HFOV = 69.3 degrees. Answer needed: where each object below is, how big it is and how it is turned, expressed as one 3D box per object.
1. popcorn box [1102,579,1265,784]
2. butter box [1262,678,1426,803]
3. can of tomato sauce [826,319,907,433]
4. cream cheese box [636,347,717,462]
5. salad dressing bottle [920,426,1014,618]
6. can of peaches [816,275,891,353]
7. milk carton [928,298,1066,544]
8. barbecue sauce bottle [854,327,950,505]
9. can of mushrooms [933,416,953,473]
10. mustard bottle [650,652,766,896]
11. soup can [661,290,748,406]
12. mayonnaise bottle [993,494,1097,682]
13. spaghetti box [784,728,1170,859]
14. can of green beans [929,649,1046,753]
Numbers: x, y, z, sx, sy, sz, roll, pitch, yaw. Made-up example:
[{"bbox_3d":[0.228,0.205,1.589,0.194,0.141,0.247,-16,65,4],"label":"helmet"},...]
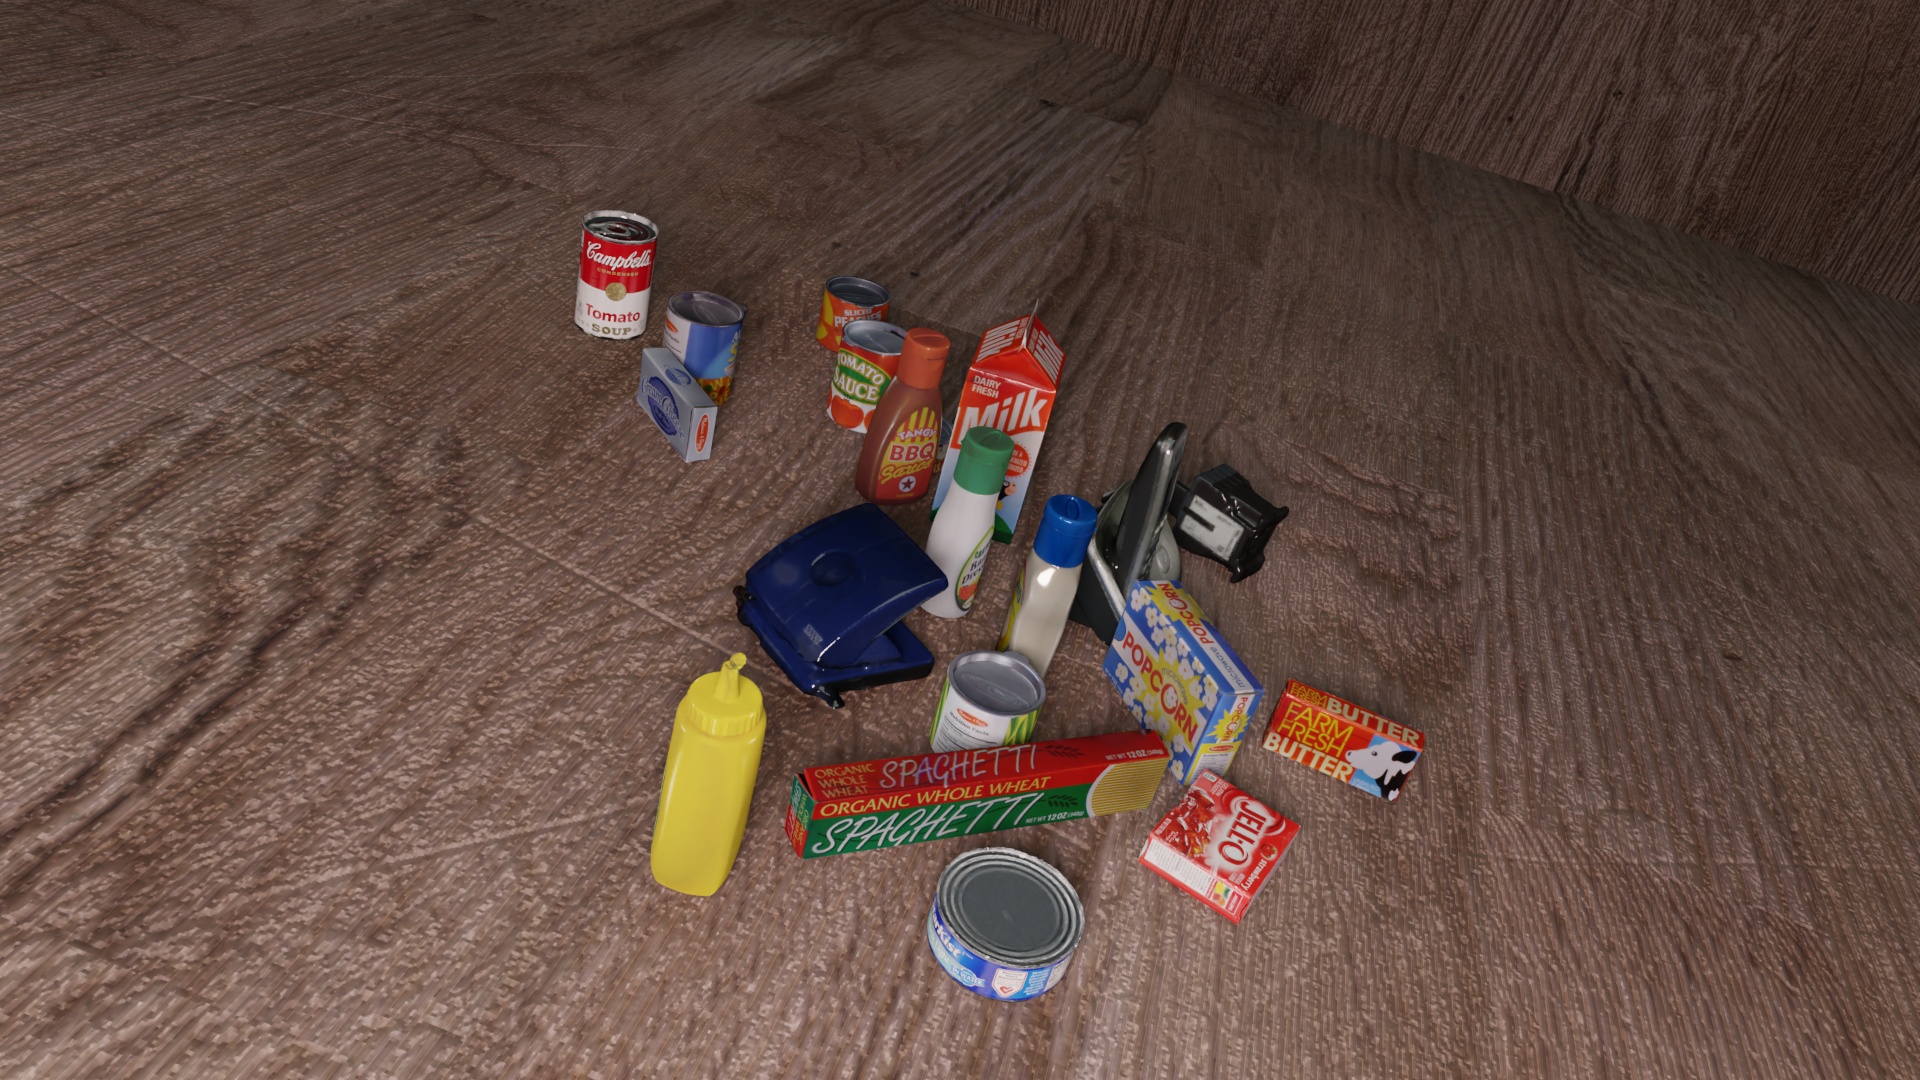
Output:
[{"bbox_3d":[0.154,0.098,0.978,0.038,0.084,0.127,-1,36,-26],"label":"popcorn box"},{"bbox_3d":[0.272,0.143,0.991,0.103,0.052,0.024,23,32,11],"label":"butter box"},{"bbox_3d":[-0.083,-0.147,1.252,0.071,0.082,0.071,11,32,-7],"label":"can of tomato sauce"},{"bbox_3d":[-0.239,-0.115,1.162,0.024,0.053,0.104,-9,40,-35],"label":"cream cheese box"},{"bbox_3d":[0.004,-0.013,1.023,0.044,0.146,0.064,26,33,15],"label":"salad dressing bottle"},{"bbox_3d":[-0.106,-0.222,1.380,0.071,0.057,0.071,11,32,-7],"label":"can of peaches"},{"bbox_3d":[0.034,-0.099,1.130,0.073,0.189,0.073,17,32,1],"label":"milk carton"},{"bbox_3d":[-0.043,-0.101,1.137,0.065,0.147,0.044,-7,39,-32],"label":"barbecue sauce bottle"},{"bbox_3d":[-0.039,-0.087,1.226,0.071,0.033,0.071,11,32,-7],"label":"can of mushrooms"},{"bbox_3d":[-0.133,0.119,0.749,0.049,0.159,0.065,14,32,-3],"label":"mustard bottle"},{"bbox_3d":[-0.226,-0.167,1.219,0.071,0.083,0.072,11,32,-7],"label":"soup can"},{"bbox_3d":[0.058,0.038,0.969,0.041,0.147,0.065,13,32,-6],"label":"mayonnaise bottle"},{"bbox_3d":[0.015,0.155,0.862,0.251,0.050,0.029,-2,36,-27],"label":"spaghetti box"},{"bbox_3d":[0.017,0.115,0.918,0.071,0.057,0.071,11,32,-7],"label":"can of green beans"}]
